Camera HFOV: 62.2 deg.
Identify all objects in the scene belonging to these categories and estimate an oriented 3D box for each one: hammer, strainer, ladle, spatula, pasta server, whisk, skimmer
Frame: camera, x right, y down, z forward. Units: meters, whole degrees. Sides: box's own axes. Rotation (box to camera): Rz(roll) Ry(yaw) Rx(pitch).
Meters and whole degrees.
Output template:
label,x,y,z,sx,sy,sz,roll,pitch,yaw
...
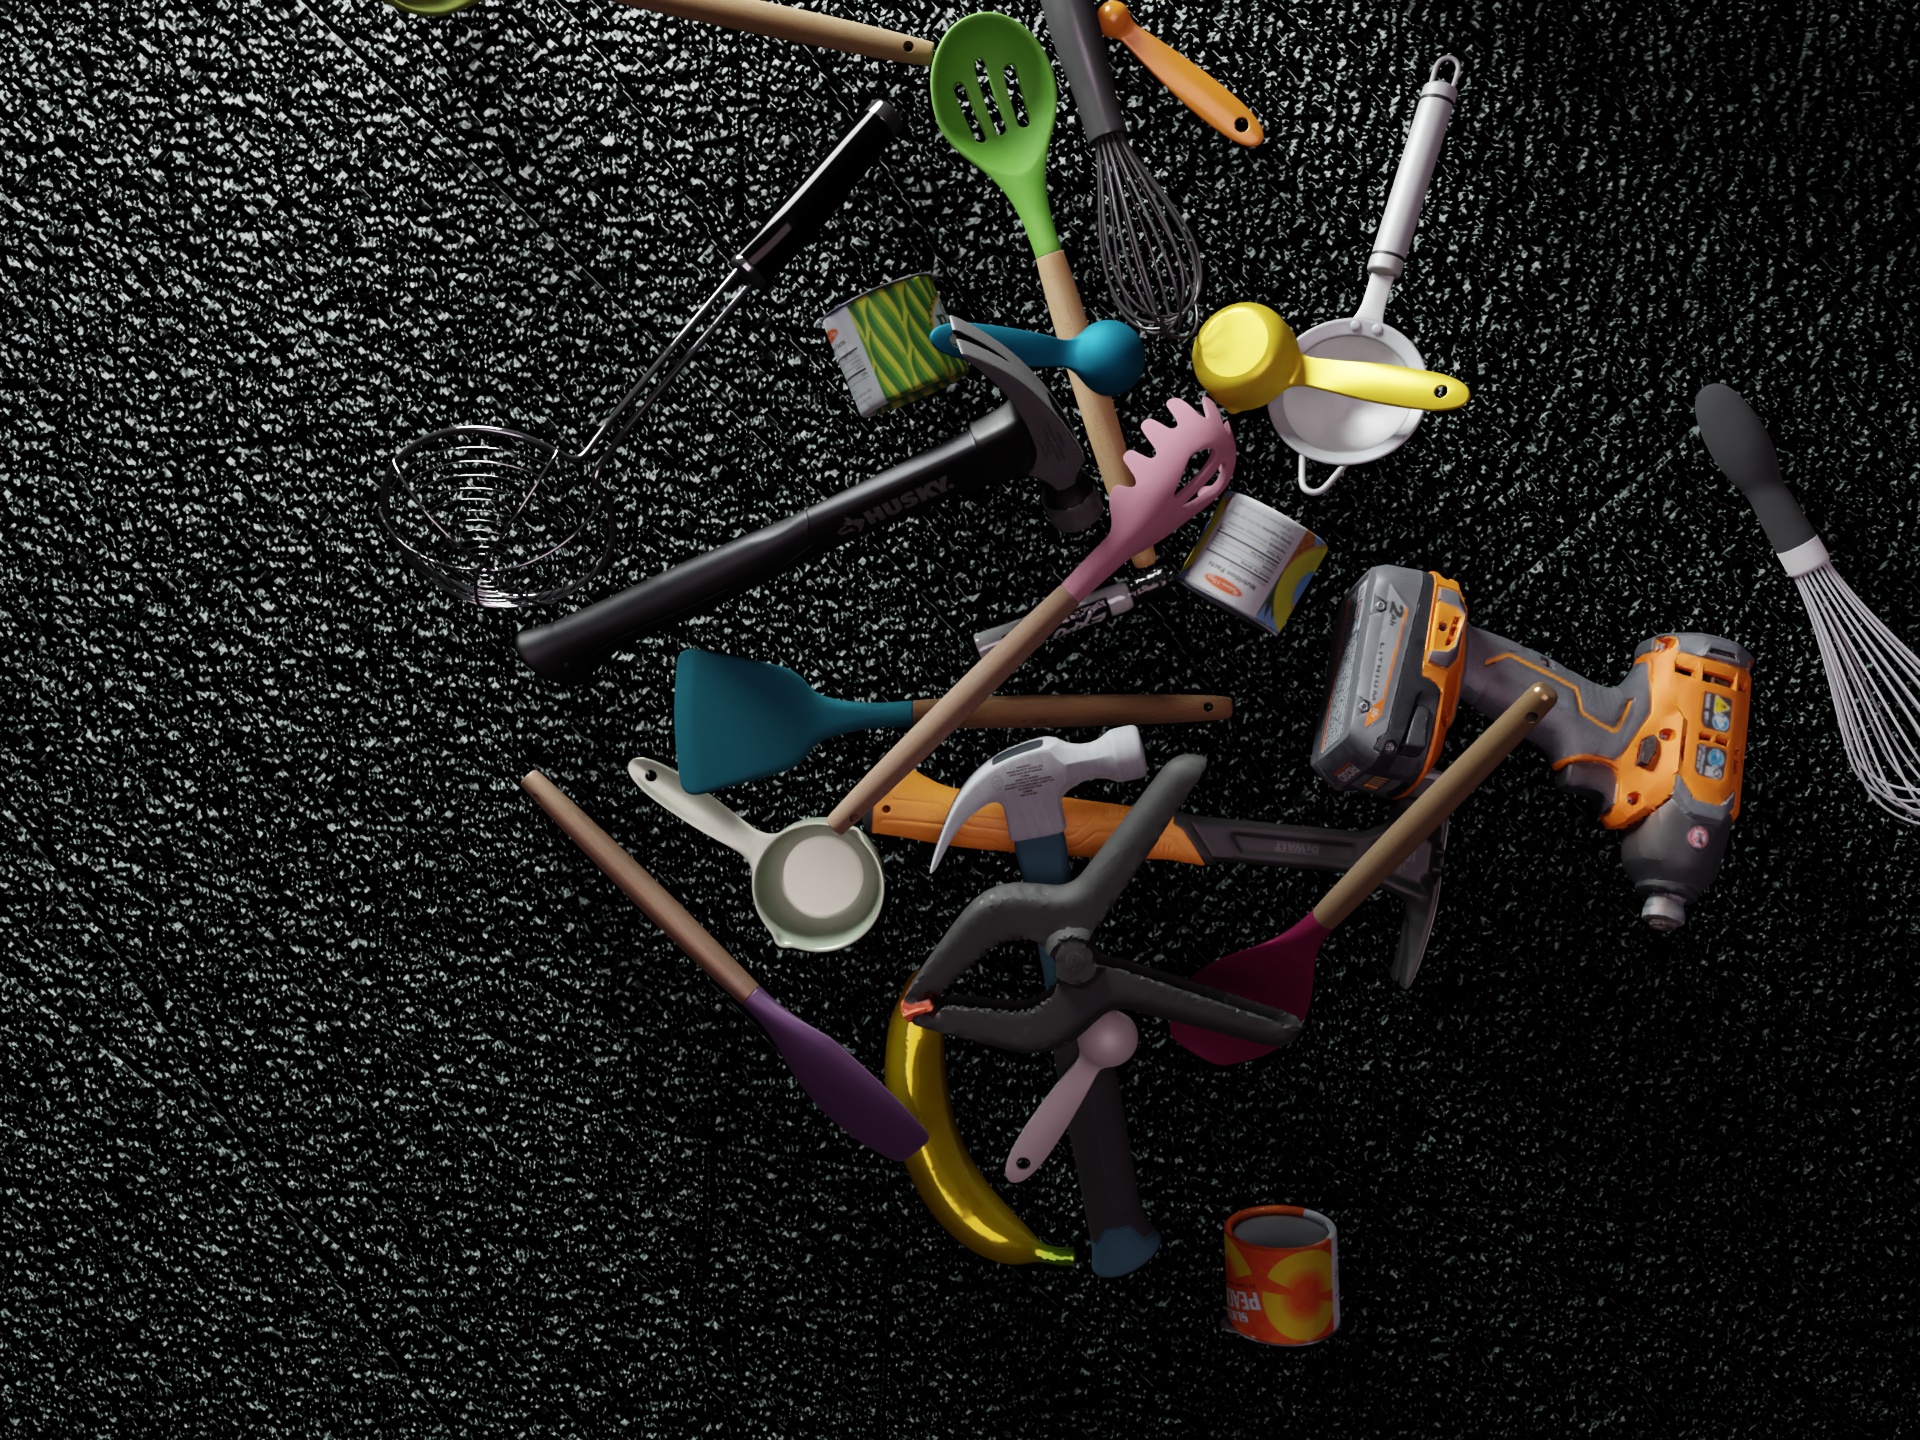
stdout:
label,x,y,z,sx,sy,sz,roll,pitch,yaw
hammer,-0.096,-0.102,0.880,0.335,0.035,0.146,-23,137,10
strainer,0.235,-0.244,0.882,0.087,0.050,0.258,18,91,18
ladle,-0.172,-0.398,0.864,0.320,0.062,0.078,11,99,-3
spatula,-0.001,-0.003,0.911,0.317,0.044,0.082,-2,87,0
pasta server,0.038,-0.054,0.883,0.316,0.040,0.060,-45,124,5
whisk,0.084,-0.322,0.875,0.055,0.055,0.239,-18,91,3
spatula,-0.142,0.143,0.930,0.316,0.018,0.059,44,133,2
hammer,0.110,0.074,0.923,0.337,0.034,0.127,6,96,0
skimmer,-0.171,-0.210,0.890,0.363,0.090,0.127,-50,129,-5
hammer,0.067,0.170,0.913,0.128,0.033,0.331,-10,104,6
whisk,0.489,-0.064,0.894,0.070,0.070,0.284,-30,90,4

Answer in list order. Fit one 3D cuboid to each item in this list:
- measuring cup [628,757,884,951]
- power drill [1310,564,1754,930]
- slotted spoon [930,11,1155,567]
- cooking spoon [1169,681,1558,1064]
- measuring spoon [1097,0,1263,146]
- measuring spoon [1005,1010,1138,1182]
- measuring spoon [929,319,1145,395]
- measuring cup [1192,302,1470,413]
label,x,y,z,sx,sy,sz,roll,pitch,yaw
measuring cup,-0.119,0.069,0.925,0.167,0.038,0.083,34,96,-1
power drill,0.315,0.014,0.869,0.226,0.084,0.164,14,72,-2
slotted spoon,0.056,-0.235,0.893,0.070,0.031,0.313,-19,98,-4
cooking spoon,0.212,0.092,0.860,0.068,0.017,0.318,32,126,-3
measuring spoon,0.123,-0.359,0.884,0.117,0.011,0.021,39,96,-3
measuring spoon,0.060,0.217,0.899,0.034,0.018,0.124,30,105,-6
measuring spoon,0.046,-0.202,0.863,0.128,0.021,0.042,1,92,-23
measuring cup,0.195,-0.190,0.853,0.157,0.029,0.062,19,88,33
